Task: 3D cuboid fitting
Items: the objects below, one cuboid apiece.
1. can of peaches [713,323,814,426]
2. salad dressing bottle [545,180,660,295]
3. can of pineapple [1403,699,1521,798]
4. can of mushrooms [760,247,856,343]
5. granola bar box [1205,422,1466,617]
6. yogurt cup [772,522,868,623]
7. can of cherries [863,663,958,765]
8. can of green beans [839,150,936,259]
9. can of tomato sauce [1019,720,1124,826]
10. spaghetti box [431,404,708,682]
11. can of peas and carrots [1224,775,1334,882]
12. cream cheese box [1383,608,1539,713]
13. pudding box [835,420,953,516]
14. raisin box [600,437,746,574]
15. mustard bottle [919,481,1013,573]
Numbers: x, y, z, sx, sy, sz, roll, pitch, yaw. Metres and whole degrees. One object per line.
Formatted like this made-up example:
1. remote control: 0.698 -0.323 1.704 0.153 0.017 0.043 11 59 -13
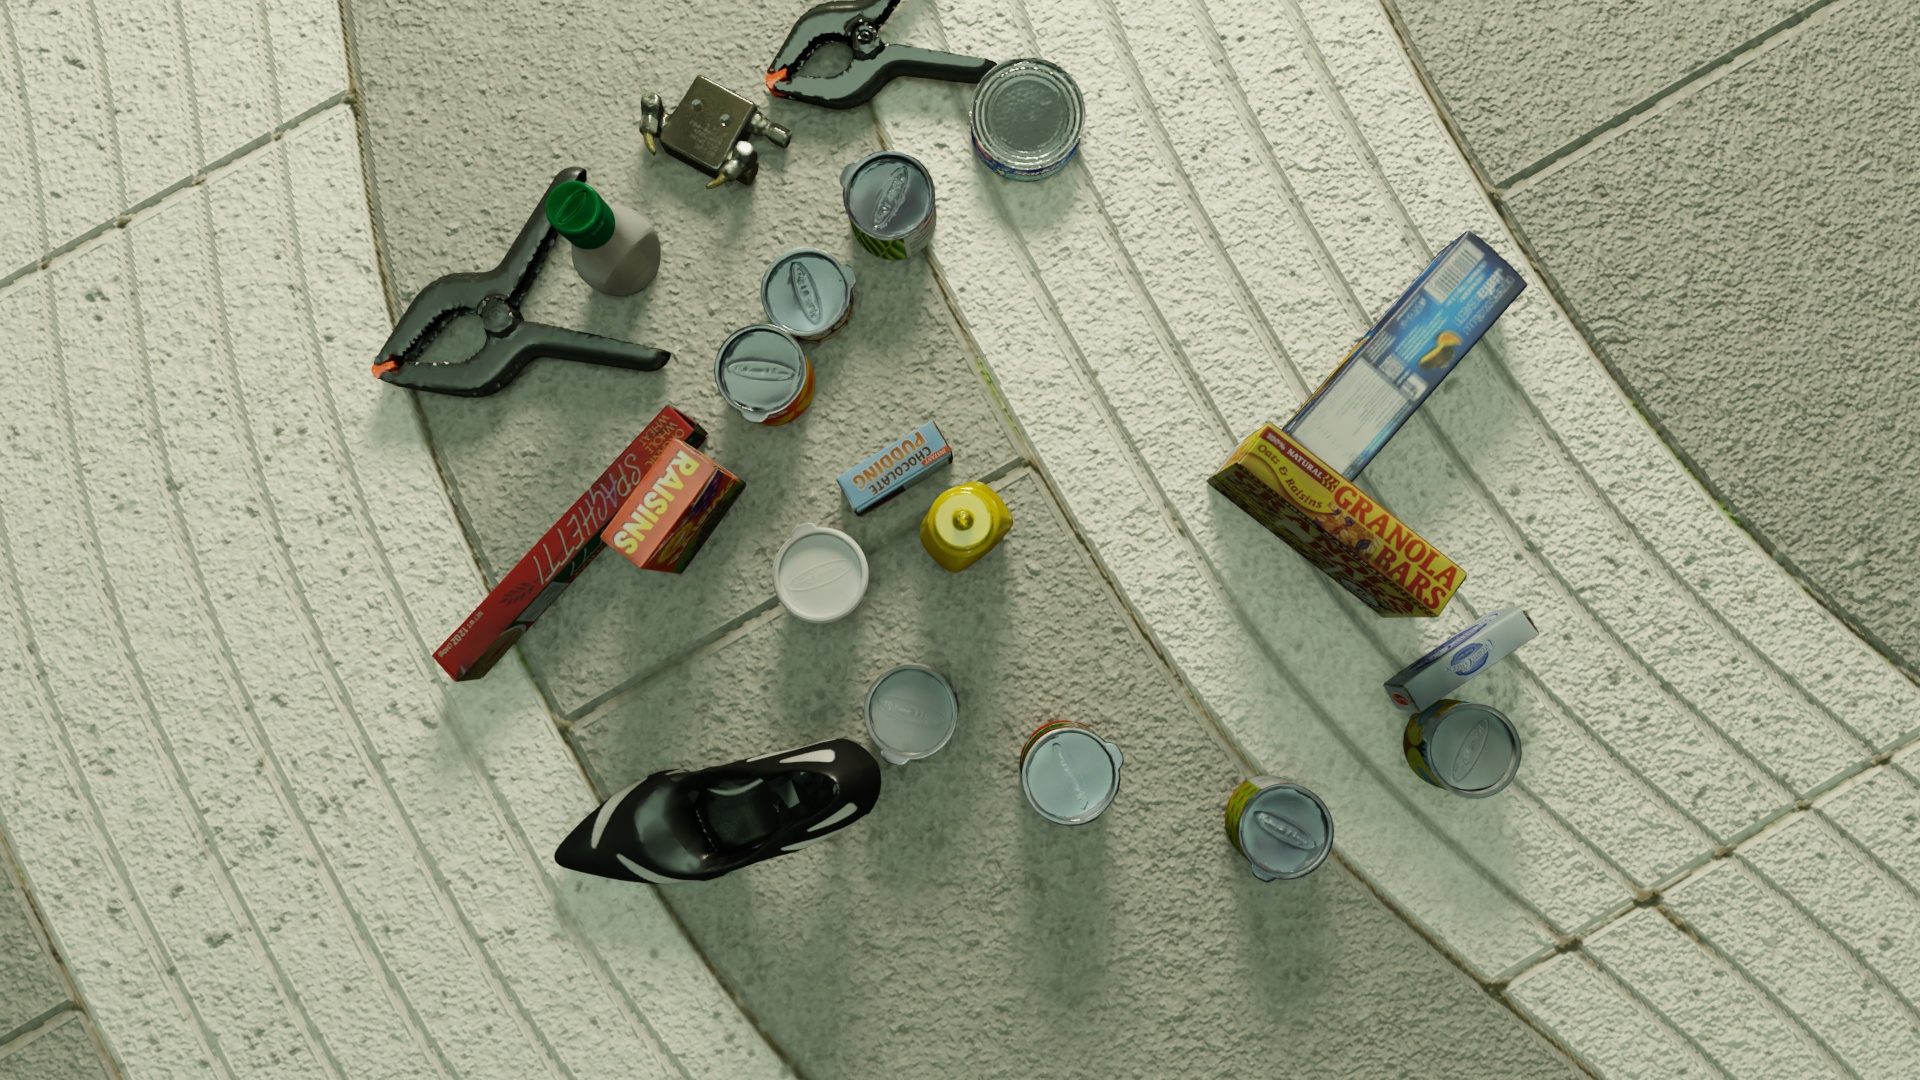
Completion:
1. can of peaches: -0.142 -0.117 1.012 0.071 0.058 0.071 0 86 0
2. salad dressing bottle: -0.250 -0.212 0.974 0.044 0.147 0.064 40 88 3
3. can of pineapple: 0.355 0.146 0.990 0.071 0.058 0.071 0 86 0
4. can of mushrooms: -0.110 -0.181 1.029 0.071 0.033 0.071 0 86 0
5. granola bar box: 0.258 -0.012 0.969 0.165 0.124 0.039 38 88 3
6. yogurt cup: -0.099 0.026 1.004 0.072 0.054 0.072 0 86 0
7. can of cherries: -0.036 0.123 0.994 0.071 0.058 0.071 0 86 0
8. can of green beans: -0.051 -0.245 1.021 0.071 0.058 0.071 0 86 0
9. can of tomato sauce: 0.077 0.160 0.978 0.071 0.083 0.071 0 86 0
10. spaghetti box: -0.280 0.001 1.008 0.029 0.050 0.250 42 87 3
11. can of peas and carrots: 0.224 0.205 0.986 0.071 0.058 0.071 0 86 0
12. cream cheese box: 0.357 0.085 0.997 0.104 0.053 0.024 -33 87 -2
13. pudding box: -0.047 -0.051 1.011 0.084 0.049 0.030 -31 87 -2
14. raisin box: -0.198 -0.021 0.973 0.040 0.123 0.086 37 87 2
15. mustard bottle: 0.003 -0.012 0.952 0.065 0.160 0.049 -41 87 -2
